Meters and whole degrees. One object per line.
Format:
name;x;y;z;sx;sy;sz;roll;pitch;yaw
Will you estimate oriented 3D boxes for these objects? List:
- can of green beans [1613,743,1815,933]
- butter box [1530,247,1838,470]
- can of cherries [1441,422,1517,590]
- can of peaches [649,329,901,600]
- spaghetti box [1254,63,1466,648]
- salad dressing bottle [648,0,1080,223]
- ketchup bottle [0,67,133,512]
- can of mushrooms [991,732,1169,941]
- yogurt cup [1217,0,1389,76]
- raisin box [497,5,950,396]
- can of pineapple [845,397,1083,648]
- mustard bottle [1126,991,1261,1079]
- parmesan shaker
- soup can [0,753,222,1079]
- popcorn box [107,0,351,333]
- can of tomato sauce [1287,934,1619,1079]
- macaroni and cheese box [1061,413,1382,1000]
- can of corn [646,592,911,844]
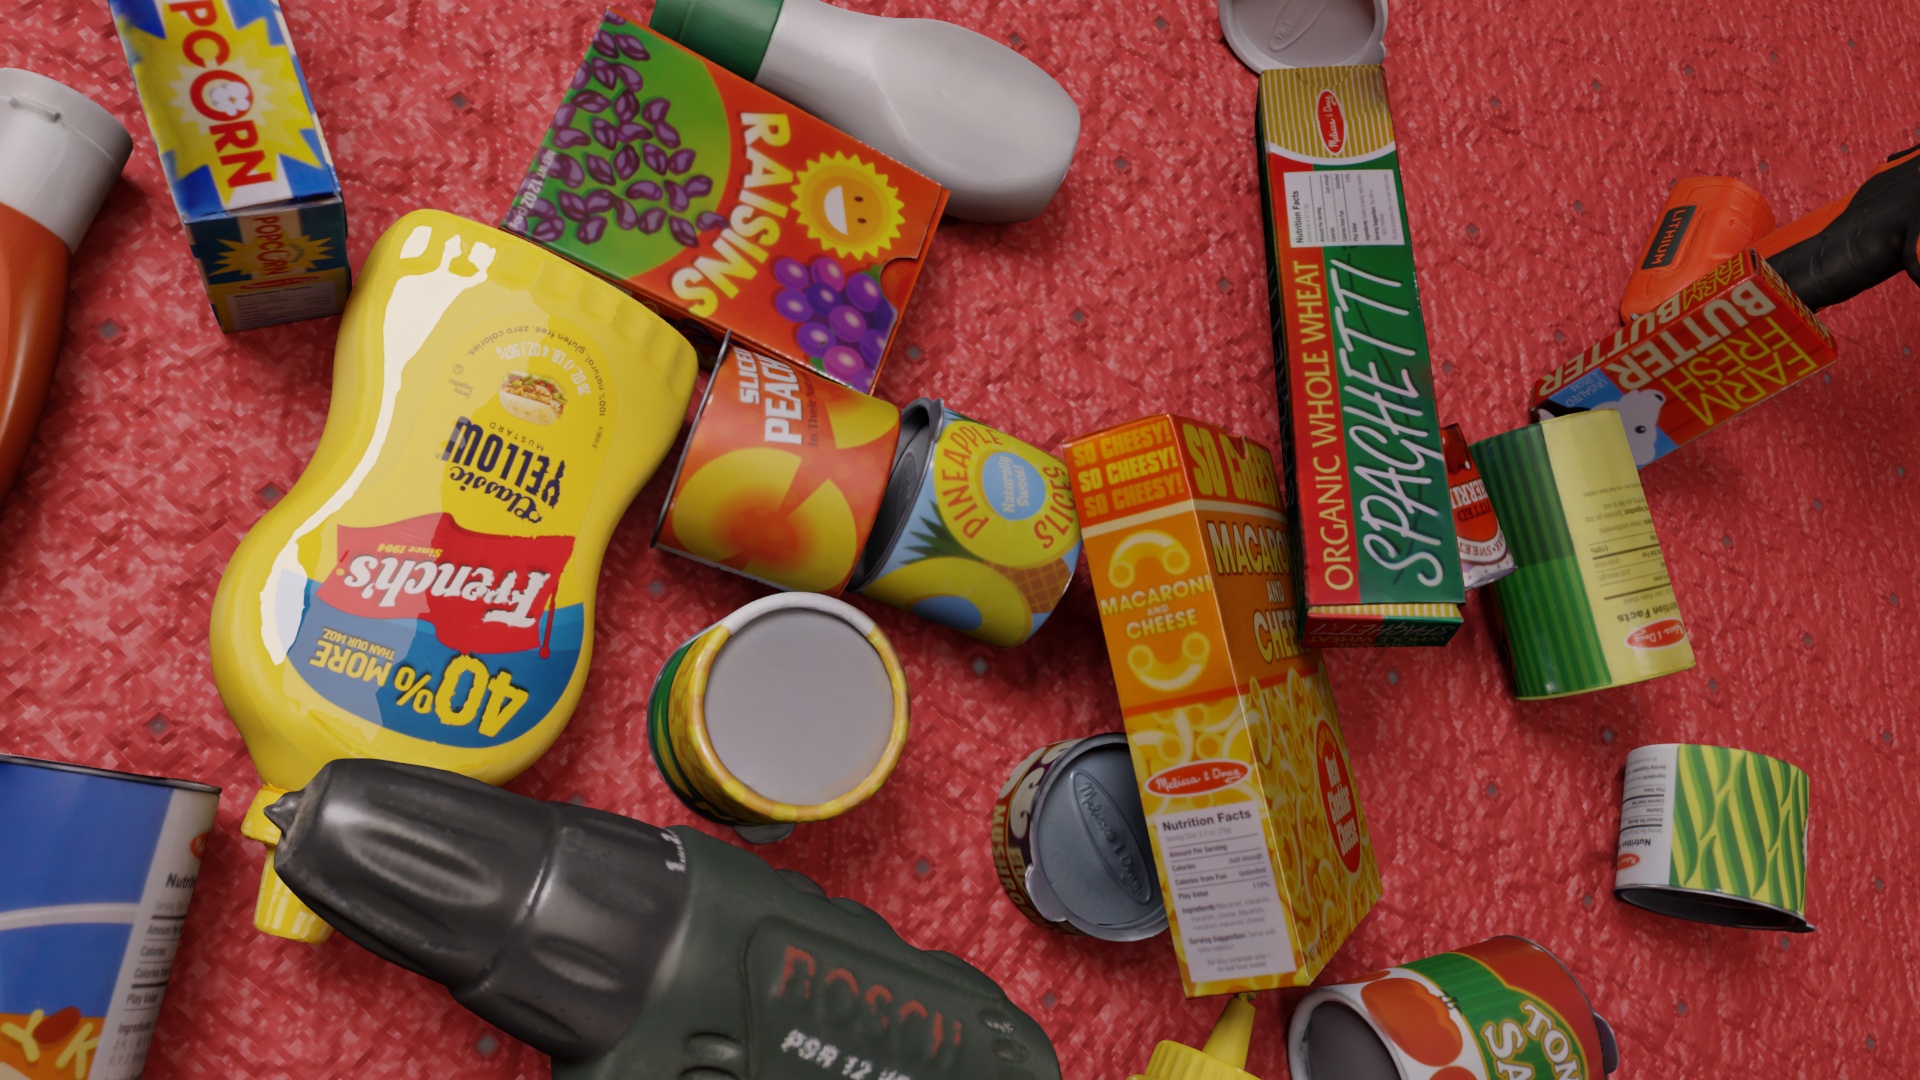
can of green beans;0.296;0.117;0.548;0.071;0.071;0.058;21;70;-18
butter box;0.294;-0.069;0.570;0.053;0.103;0.024;40;45;-10
can of cherries;0.166;-0.007;0.516;0.072;0.071;0.058;-17;85;-26
can of peaches;-0.055;-0.021;0.420;0.058;0.071;0.071;20;71;-11
spaghetti box;0.137;-0.076;0.497;0.050;0.028;0.251;0;58;7
salad dressing bottle;-0.033;-0.159;0.481;0.148;0.044;0.064;19;71;-18
ketchup bottle;-0.263;-0.050;0.353;0.065;0.043;0.149;23;70;-18
can of mushrooms;0.044;0.099;0.459;0.071;0.033;0.071;5;76;-23
yogurt cup;0.144;-0.228;0.563;0.072;0.072;0.054;34;59;-13
raisin box;-0.075;-0.102;0.451;0.123;0.040;0.086;25;69;-18
can of pineapple;0.002;-0.006;0.445;0.058;0.071;0.071;22;70;-19
mustard bottle;0.056;0.197;0.395;0.065;0.048;0.161;32;68;-15
parmesan shaker;0.242;0.006;0.550;0.071;0.071;0.103;-9;81;-25
soup can;-0.223;0.094;0.325;0.071;0.071;0.084;14;73;-20
popcorn box;-0.203;-0.130;0.375;0.038;0.085;0.126;-18;86;-25
can of tomato sauce;0.166;0.178;0.474;0.083;0.071;0.071;-5;81;-24
macaroni and cheese box;0.090;0.047;0.451;0.124;0.040;0.166;3;73;-64
can of corn;-0.054;0.054;0.413;0.071;0.058;0.071;5;76;-22
